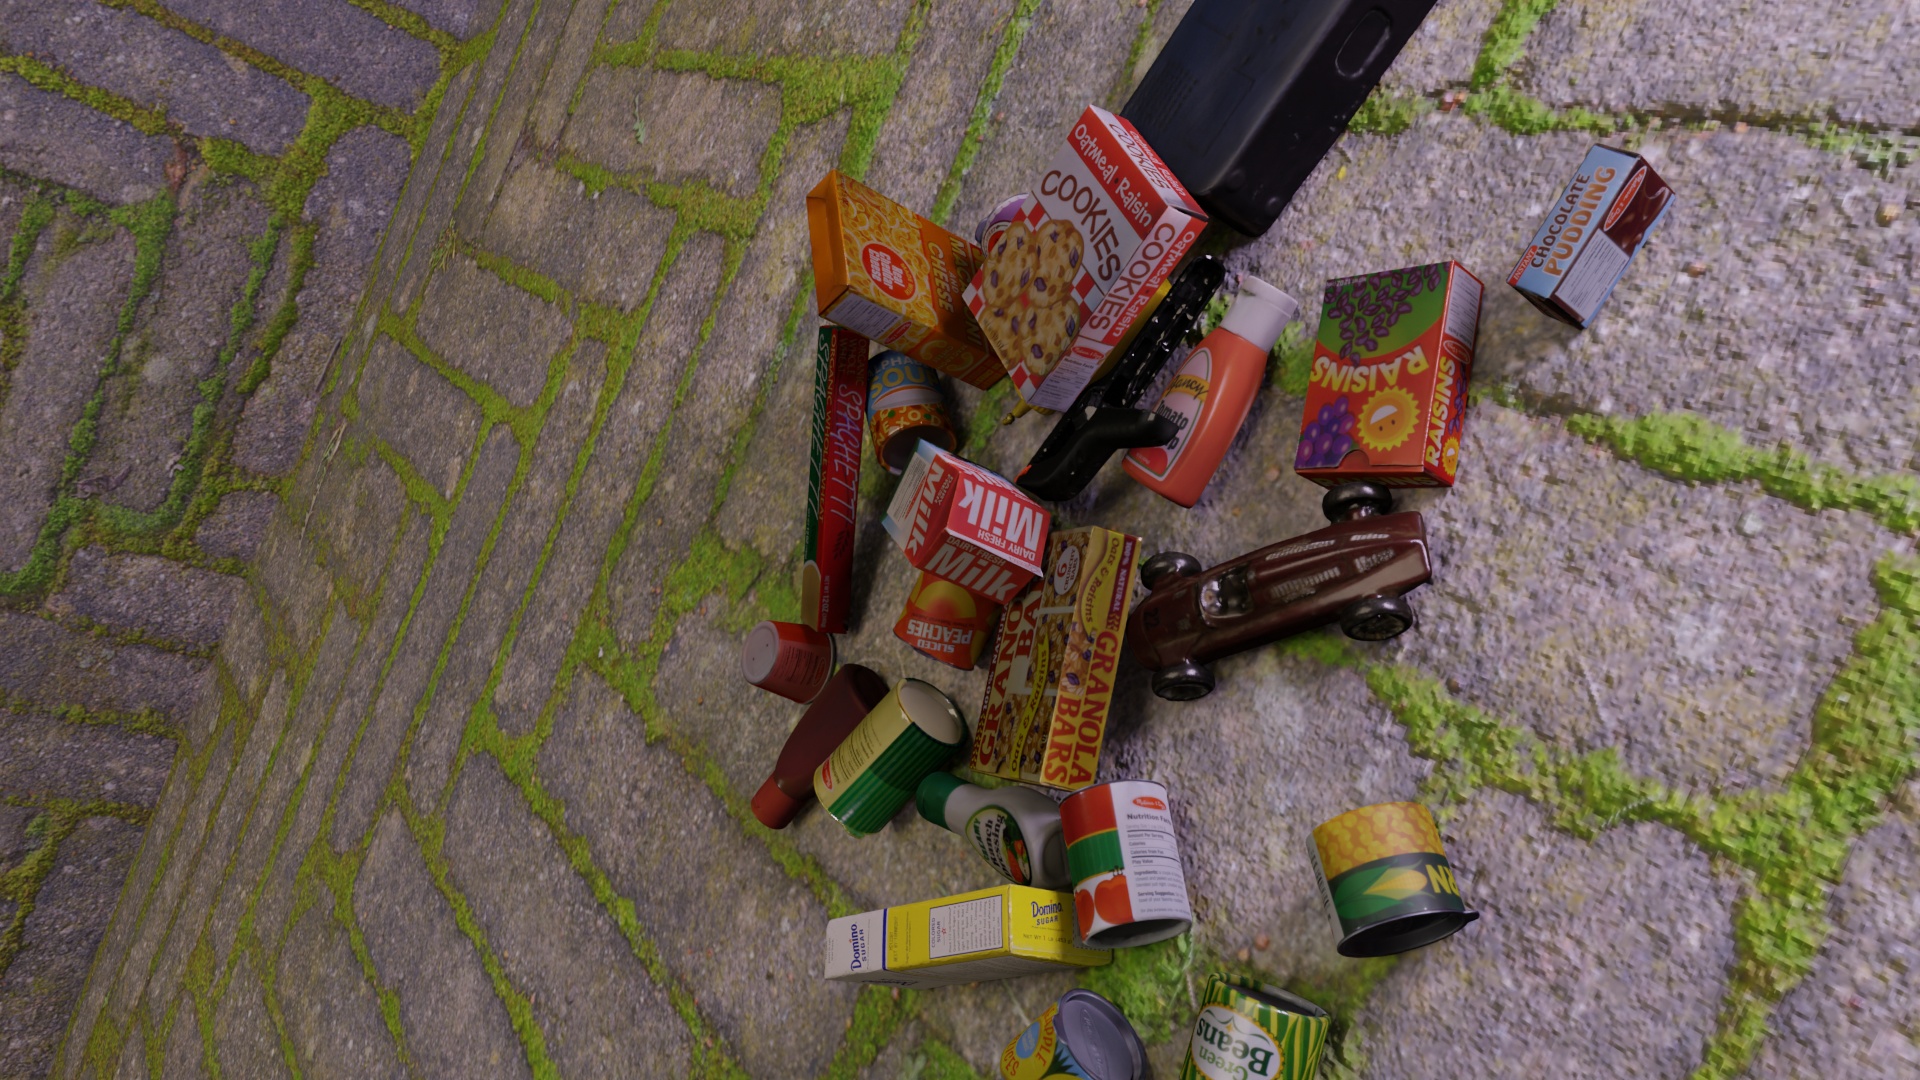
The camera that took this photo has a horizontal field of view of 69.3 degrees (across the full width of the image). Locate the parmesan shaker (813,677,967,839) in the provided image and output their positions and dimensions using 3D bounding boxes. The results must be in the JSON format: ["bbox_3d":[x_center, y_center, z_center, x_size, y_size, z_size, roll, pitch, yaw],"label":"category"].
[{"bbox_3d":[-0.050,0.159,1.009,0.102,0.071,0.071,-48,44,24],"label":"parmesan shaker"}]

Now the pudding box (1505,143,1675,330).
[{"bbox_3d":[0.329,-0.158,0.725,0.030,0.049,0.083,44,108,47],"label":"pudding box"}]

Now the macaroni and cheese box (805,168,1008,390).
[{"bbox_3d":[-0.039,-0.199,1.074,0.040,0.166,0.124,-35,50,36],"label":"macaroni and cheese box"}]

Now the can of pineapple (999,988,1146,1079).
[{"bbox_3d":[0.064,0.306,0.812,0.057,0.071,0.071,-49,43,24],"label":"can of pineapple"}]

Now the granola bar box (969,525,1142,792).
[{"bbox_3d":[0.059,0.077,0.910,0.124,0.039,0.166,166,119,-69],"label":"granola bar box"}]

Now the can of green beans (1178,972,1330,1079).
[{"bbox_3d":[0.154,0.266,0.727,0.071,0.071,0.058,12,84,51],"label":"can of green beans"}]

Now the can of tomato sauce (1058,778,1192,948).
[{"bbox_3d":[0.096,0.193,0.826,0.071,0.071,0.083,-33,52,36],"label":"can of tomato sauce"}]

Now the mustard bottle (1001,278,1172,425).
[{"bbox_3d":[0.084,-0.137,0.999,0.159,0.049,0.065,-44,44,29],"label":"mustard bottle"}]

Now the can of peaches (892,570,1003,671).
[{"bbox_3d":[-0.008,0.054,1.004,0.071,0.071,0.058,34,99,50],"label":"can of peaches"}]

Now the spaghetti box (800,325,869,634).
[{"bbox_3d":[-0.103,-0.051,1.128,0.050,0.029,0.249,-158,71,-64],"label":"spaghetti box"}]

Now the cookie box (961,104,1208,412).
[{"bbox_3d":[0.080,-0.190,0.941,0.166,0.040,0.123,-53,45,30],"label":"cookie box"}]

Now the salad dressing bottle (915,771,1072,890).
[{"bbox_3d":[0.023,0.188,0.925,0.147,0.044,0.064,9,113,56],"label":"salad dressing bottle"}]

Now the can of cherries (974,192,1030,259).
[{"bbox_3d":[0.054,-0.220,1.053,0.071,0.071,0.058,-52,43,20],"label":"can of cherries"}]

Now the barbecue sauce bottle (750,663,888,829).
[{"bbox_3d":[-0.112,0.168,1.096,0.148,0.043,0.065,-51,42,22],"label":"barbecue sauce bottle"}]

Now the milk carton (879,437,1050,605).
[{"bbox_3d":[0.003,-0.012,0.968,0.073,0.072,0.191,-64,16,6],"label":"milk carton"}]

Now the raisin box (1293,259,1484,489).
[{"bbox_3d":[0.246,-0.093,0.800,0.086,0.040,0.123,1,76,48],"label":"raisin box"}]

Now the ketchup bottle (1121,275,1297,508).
[{"bbox_3d":[0.163,-0.097,0.894,0.148,0.043,0.065,-60,31,10],"label":"ketchup bottle"}]

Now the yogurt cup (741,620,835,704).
[{"bbox_3d":[-0.146,0.098,1.156,0.072,0.054,0.072,-22,59,42],"label":"yogurt cup"}]

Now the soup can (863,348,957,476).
[{"bbox_3d":[-0.043,-0.105,1.114,0.071,0.071,0.084,-42,47,30],"label":"soup can"}]

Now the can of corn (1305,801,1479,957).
[{"bbox_3d":[0.216,0.170,0.700,0.071,0.071,0.058,-37,49,34],"label":"can of corn"}]
